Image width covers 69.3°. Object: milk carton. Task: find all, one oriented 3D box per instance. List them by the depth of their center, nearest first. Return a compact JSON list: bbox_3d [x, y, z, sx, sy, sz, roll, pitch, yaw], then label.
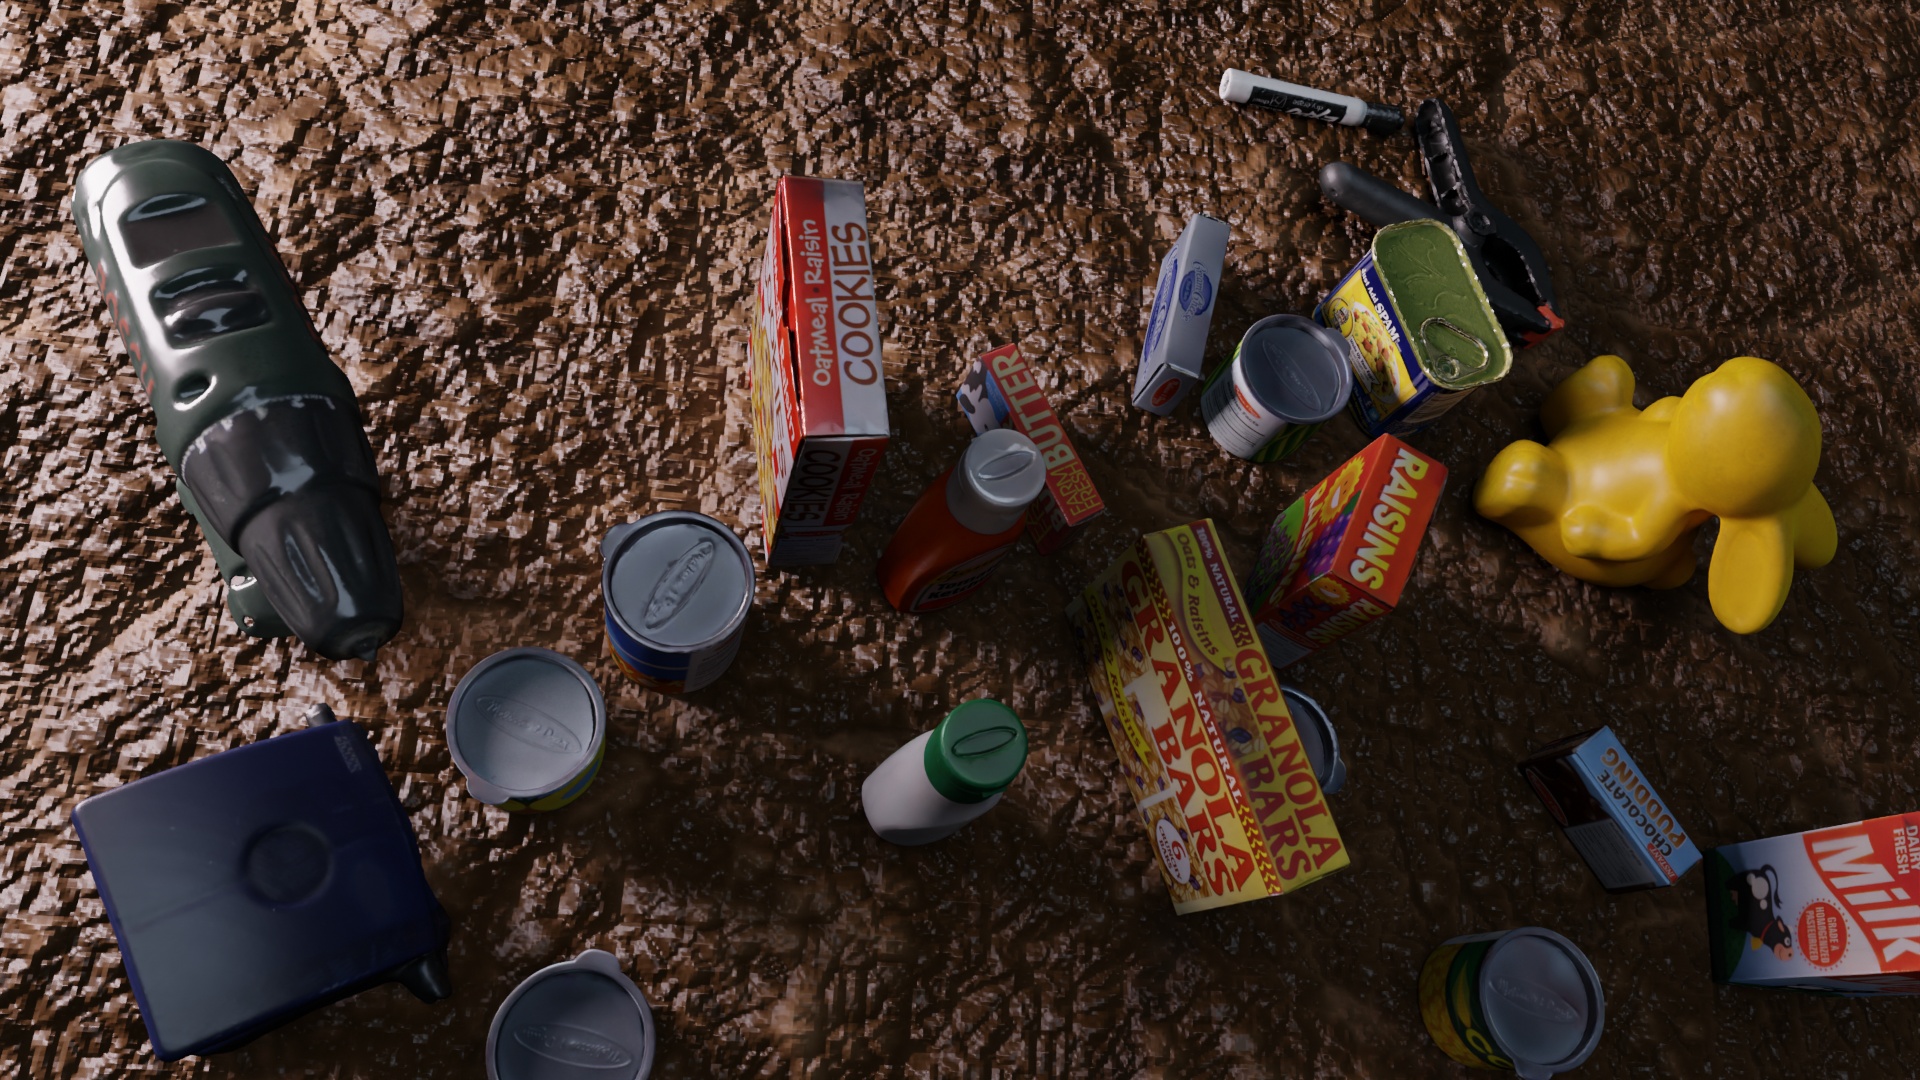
[{"bbox_3d":[0.459,0.179,0.675,0.072,0.189,0.074,10,69,-10],"label":"milk carton"}]

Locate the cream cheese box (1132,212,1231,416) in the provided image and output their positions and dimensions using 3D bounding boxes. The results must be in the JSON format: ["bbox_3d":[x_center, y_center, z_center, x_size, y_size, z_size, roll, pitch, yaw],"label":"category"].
[{"bbox_3d":[0.123,-0.126,0.779,0.024,0.053,0.104,18,67,-7],"label":"cream cheese box"}]

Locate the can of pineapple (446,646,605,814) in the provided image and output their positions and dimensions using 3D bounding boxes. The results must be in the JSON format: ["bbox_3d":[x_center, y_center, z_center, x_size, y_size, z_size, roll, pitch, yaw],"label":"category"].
[{"bbox_3d":[-0.194,0.088,0.622,0.071,0.057,0.071,4,70,-12],"label":"can of pineapple"}]

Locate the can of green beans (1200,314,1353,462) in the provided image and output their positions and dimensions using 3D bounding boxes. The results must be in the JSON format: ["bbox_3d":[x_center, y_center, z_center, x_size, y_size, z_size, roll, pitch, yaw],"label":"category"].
[{"bbox_3d":[0.175,-0.084,0.774,0.071,0.057,0.071,4,70,-12],"label":"can of green beans"}]

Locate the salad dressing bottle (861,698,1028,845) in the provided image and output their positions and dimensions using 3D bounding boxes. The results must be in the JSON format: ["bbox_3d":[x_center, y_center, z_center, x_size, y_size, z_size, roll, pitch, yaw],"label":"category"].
[{"bbox_3d":[-0.006,0.103,0.613,0.064,0.147,0.044,-13,74,-17],"label":"salad dressing bottle"}]

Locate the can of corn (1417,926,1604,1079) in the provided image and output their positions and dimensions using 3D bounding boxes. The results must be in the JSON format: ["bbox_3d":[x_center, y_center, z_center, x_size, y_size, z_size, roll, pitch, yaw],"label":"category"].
[{"bbox_3d":[0.268,0.228,0.682,0.071,0.058,0.071,4,70,-12],"label":"can of corn"}]

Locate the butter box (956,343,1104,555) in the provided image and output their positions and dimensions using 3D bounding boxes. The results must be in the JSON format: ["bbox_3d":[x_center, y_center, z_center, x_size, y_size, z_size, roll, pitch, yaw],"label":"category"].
[{"bbox_3d":[0.036,-0.047,0.729,0.024,0.053,0.103,-23,77,-20],"label":"butter box"}]

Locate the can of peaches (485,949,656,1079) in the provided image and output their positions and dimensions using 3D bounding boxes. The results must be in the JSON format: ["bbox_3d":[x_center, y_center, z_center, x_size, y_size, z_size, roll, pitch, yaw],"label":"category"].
[{"bbox_3d":[-0.161,0.210,0.585,0.071,0.058,0.071,4,70,-12],"label":"can of peaches"}]

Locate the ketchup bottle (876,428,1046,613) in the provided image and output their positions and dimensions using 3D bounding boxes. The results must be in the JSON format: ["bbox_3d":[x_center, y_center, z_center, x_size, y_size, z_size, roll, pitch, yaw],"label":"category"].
[{"bbox_3d":[0.002,-0.008,0.655,0.065,0.148,0.043,-22,77,-20],"label":"ketchup bottle"}]

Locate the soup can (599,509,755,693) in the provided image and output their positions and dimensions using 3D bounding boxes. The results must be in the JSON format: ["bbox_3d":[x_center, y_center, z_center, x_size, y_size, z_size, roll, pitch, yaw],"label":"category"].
[{"bbox_3d":[-0.134,0.029,0.644,0.071,0.083,0.071,4,70,-12],"label":"soup can"}]

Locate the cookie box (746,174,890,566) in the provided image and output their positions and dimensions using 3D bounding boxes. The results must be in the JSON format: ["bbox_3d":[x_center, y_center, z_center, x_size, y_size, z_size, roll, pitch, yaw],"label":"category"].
[{"bbox_3d":[-0.071,-0.072,0.650,0.040,0.166,0.123,-3,71,-14],"label":"cookie box"}]

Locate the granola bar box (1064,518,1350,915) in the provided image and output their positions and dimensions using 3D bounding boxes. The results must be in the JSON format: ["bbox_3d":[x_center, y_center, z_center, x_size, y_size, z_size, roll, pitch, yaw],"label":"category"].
[{"bbox_3d":[0.111,0.087,0.660,0.039,0.123,0.166,-15,75,-18],"label":"granola bar box"}]

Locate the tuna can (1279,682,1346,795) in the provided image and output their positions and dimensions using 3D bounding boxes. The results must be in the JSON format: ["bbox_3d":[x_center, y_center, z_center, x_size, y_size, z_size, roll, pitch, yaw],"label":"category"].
[{"bbox_3d":[0.159,0.110,0.713,0.071,0.032,0.071,4,70,-12],"label":"tuna can"}]

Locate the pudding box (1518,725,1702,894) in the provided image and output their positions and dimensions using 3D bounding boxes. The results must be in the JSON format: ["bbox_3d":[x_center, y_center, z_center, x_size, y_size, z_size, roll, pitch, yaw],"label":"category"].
[{"bbox_3d":[0.343,0.143,0.736,0.030,0.049,0.084,-30,80,-21],"label":"pudding box"}]

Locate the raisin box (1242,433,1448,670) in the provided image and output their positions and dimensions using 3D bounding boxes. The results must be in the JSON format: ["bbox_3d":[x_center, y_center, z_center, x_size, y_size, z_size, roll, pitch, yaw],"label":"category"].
[{"bbox_3d":[0.189,0.009,0.708,0.040,0.123,0.086,30,67,-2],"label":"raisin box"}]
